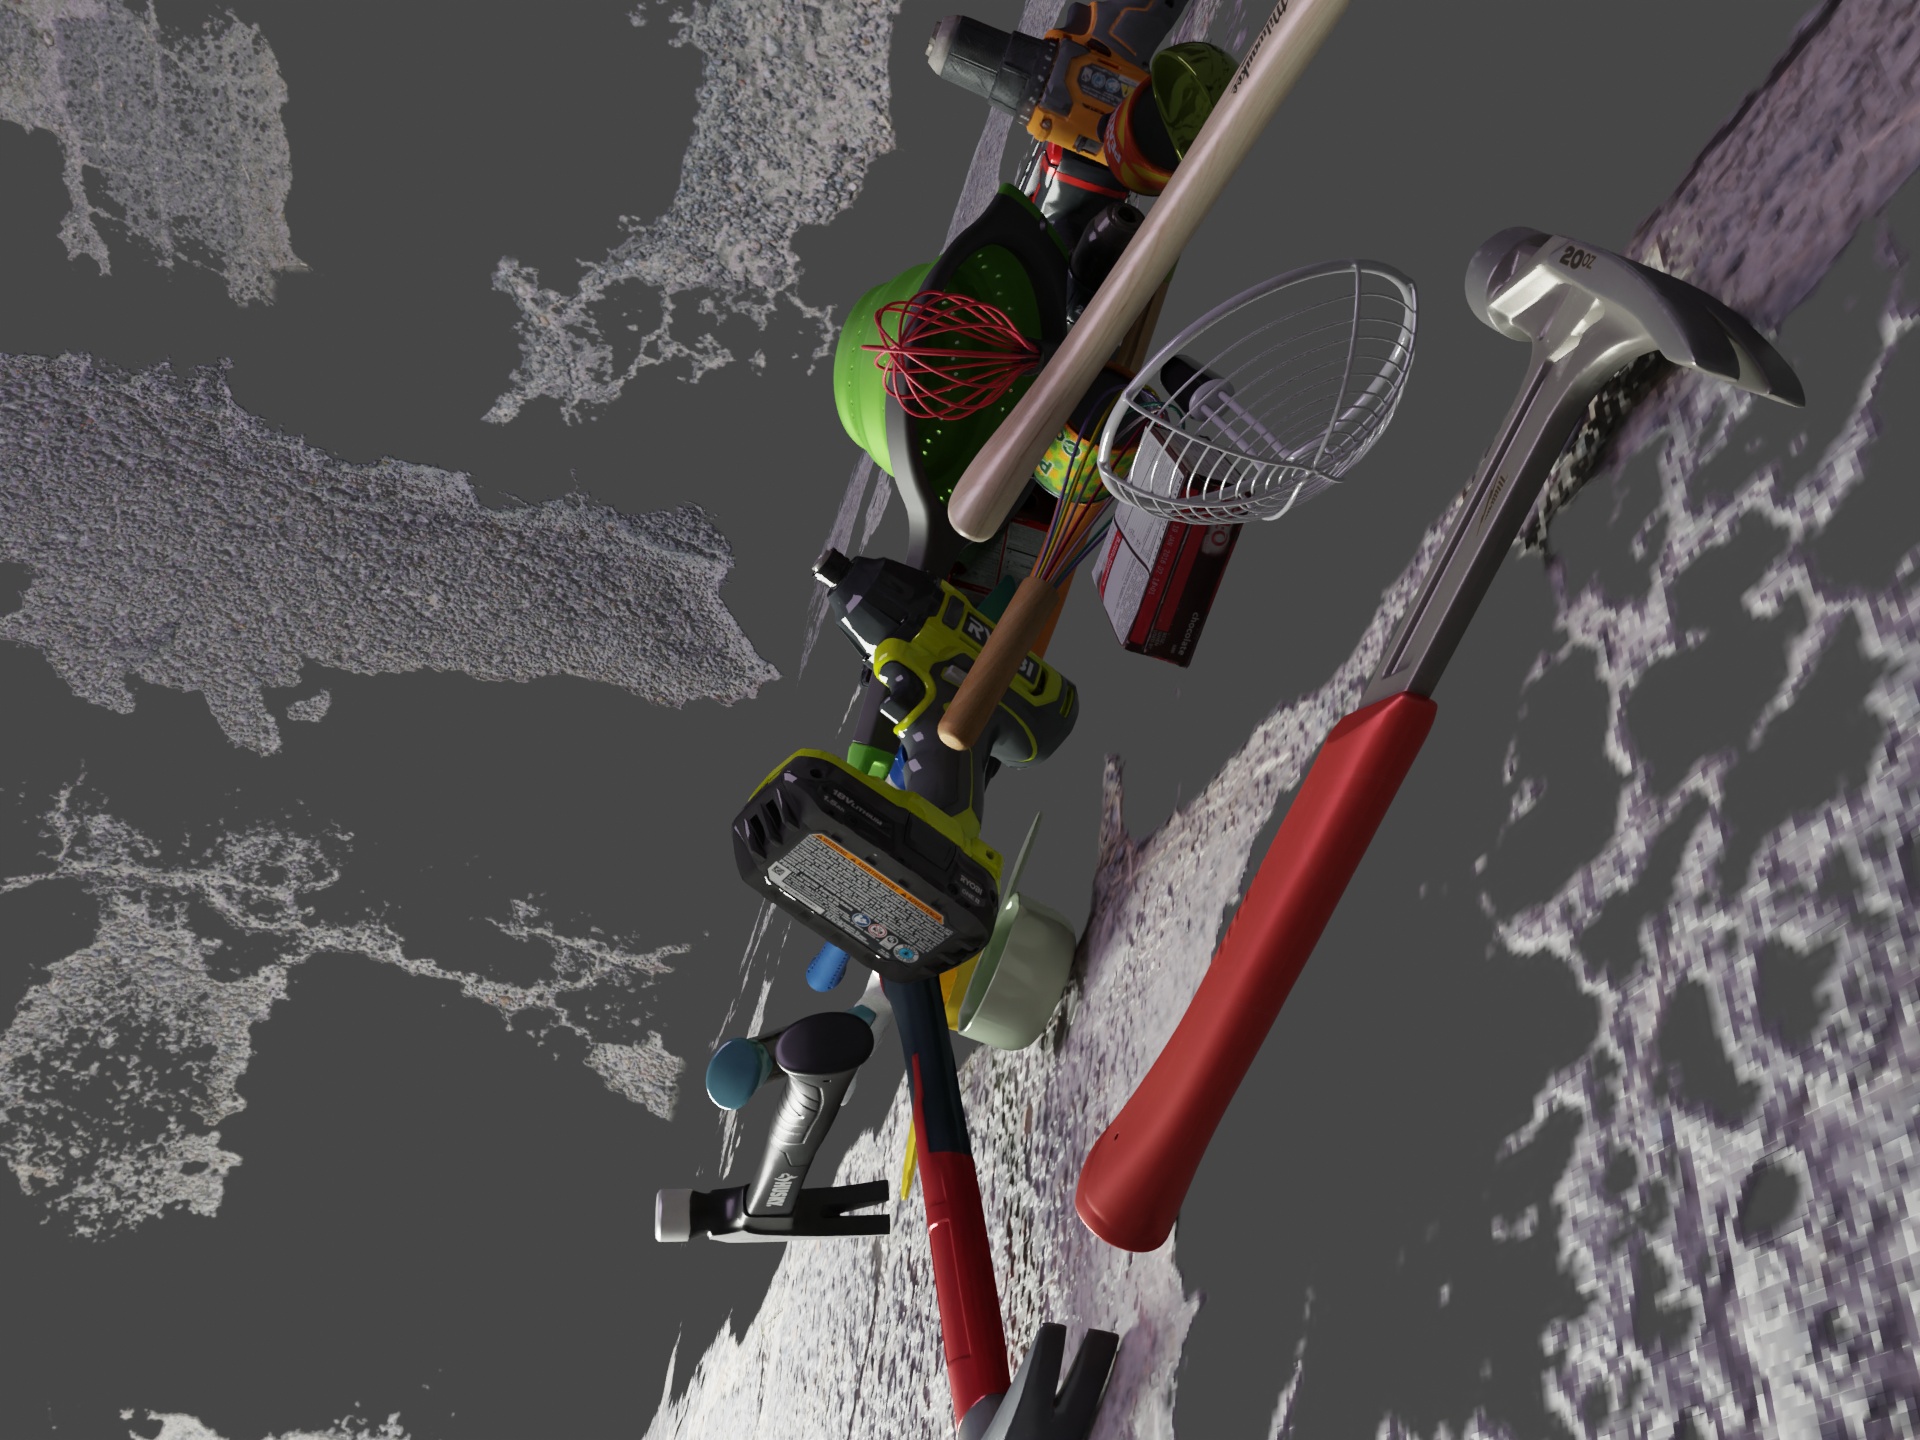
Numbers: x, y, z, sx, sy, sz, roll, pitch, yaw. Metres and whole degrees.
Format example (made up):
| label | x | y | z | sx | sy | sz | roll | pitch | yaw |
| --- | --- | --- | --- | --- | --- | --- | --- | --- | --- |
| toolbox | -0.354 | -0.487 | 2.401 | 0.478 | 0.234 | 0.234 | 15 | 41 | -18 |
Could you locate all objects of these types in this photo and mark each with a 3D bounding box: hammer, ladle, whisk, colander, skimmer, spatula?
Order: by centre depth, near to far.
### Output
| label | x | y | z | sx | sy | sz | roll | pitch | yaw |
| --- | --- | --- | --- | --- | --- | --- | --- | --- | --- |
| hammer | 0.118 | 0.033 | 0.488 | 0.149 | 0.036 | 0.359 | -94 | 23 | -63 |
| skimmer | 0.107 | -0.157 | 0.696 | 0.127 | 0.090 | 0.363 | -30 | 17 | 9 |
| hammer | -0.002 | 0.204 | 0.770 | 0.387 | 0.038 | 0.143 | -105 | 34 | -62 |
| hammer | 0.105 | -0.245 | 0.805 | 0.410 | 0.038 | 0.146 | -54 | 19 | 34 |
| whisk | 0.056 | -0.084 | 0.845 | 0.245 | 0.051 | 0.047 | -59 | -21 | -22 |
| hammer | -0.088 | 0.237 | 0.889 | 0.334 | 0.146 | 0.035 | 112 | 158 | -56 |
| whisk | 0.033 | -0.219 | 0.959 | 0.296 | 0.073 | 0.073 | -21 | -44 | -59 |
| ladle | 0.103 | -0.247 | 0.974 | 0.078 | 0.062 | 0.320 | 55 | 136 | 45 |
| hammer | 0.026 | 0.001 | 1.012 | 0.127 | 0.034 | 0.337 | -17 | -53 | -86 |
| colander | -0.040 | -0.146 | 1.028 | 0.204 | 0.094 | 0.397 | 24 | -98 | -62 |
| hammer | -0.095 | 0.211 | 1.037 | 0.128 | 0.033 | 0.331 | -61 | -12 | 1 |
| spatula | -0.002 | -0.004 | 1.140 | 0.082 | 0.044 | 0.317 | -53 | -3 | -21 |
| hammer | -0.082 | 0.161 | 1.317 | 0.144 | 0.035 | 0.405 | -57 | -1 | -24 |

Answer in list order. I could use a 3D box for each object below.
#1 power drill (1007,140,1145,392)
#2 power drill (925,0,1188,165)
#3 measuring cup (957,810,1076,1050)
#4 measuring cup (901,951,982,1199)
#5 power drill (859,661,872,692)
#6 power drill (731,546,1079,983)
| label | x | y | z | sx | sy | sz | roll | pitch | yaw |
| --- | --- | --- | --- | --- | --- | --- | --- | --- | --- |
| power drill | 0.090 | -0.352 | 1.162 | 0.187 | 0.080 | 0.227 | 121 | 160 | -55 |
| power drill | 0.090 | -0.495 | 1.077 | 0.084 | 0.185 | 0.226 | 149 | 139 | -78 |
| measuring cup | 0.040 | 0.103 | 0.827 | 0.168 | 0.038 | 0.083 | -68 | 3 | -56 |
| measuring cup | -0.007 | 0.203 | 0.930 | 0.062 | 0.029 | 0.156 | 144 | 139 | -74 |
| power drill | -0.012 | -0.085 | 1.293 | 0.219 | 0.078 | 0.143 | 153 | 133 | -73 |
| power drill | -0.031 | 0.012 | 0.845 | 0.080 | 0.171 | 0.223 | -42 | 19 | 38 |
